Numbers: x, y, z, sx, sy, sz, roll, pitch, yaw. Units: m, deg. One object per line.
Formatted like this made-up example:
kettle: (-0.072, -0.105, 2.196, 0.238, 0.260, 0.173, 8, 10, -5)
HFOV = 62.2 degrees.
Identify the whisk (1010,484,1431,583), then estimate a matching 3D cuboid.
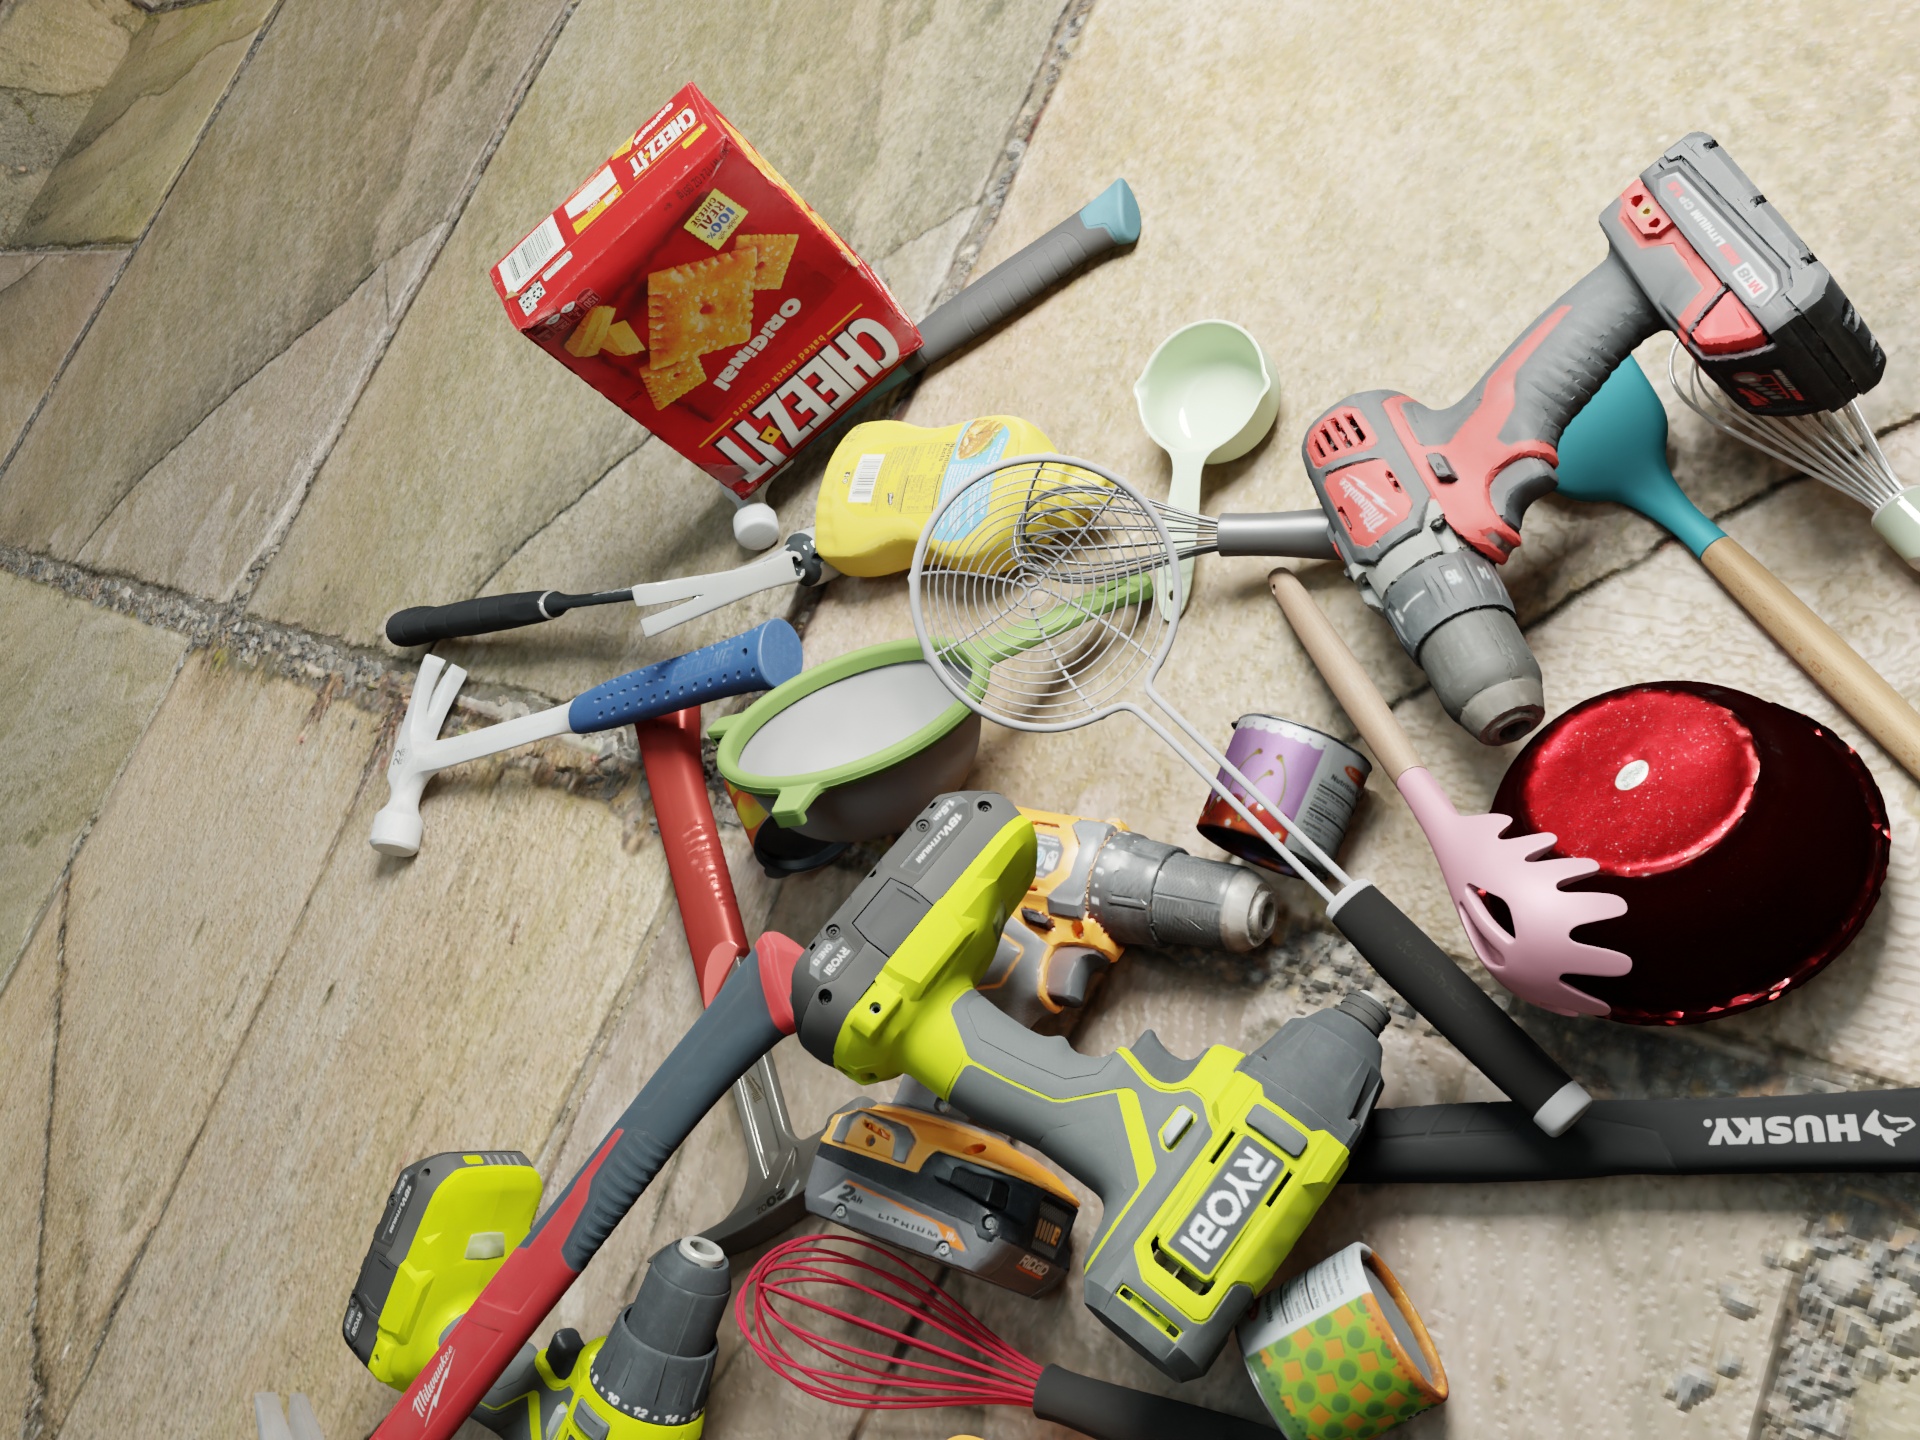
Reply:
whisk: (0.138, -0.098, 0.826, 0.239, 0.055, 0.055, 2, 67, 22)

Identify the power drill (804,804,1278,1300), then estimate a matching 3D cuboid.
power drill: (0.040, 0.150, 0.758, 0.185, 0.084, 0.226, 7, 66, 35)

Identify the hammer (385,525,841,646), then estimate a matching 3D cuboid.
hammer: (-0.271, -0.078, 1.084, 0.409, 0.149, 0.036, -3, 106, 40)

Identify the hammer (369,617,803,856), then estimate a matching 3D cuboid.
hammer: (-0.253, -0.008, 1.029, 0.405, 0.035, 0.144, -13, 61, 39)

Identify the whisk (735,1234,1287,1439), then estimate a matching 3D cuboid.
whisk: (0.021, 0.293, 0.707, 0.296, 0.073, 0.073, 6, 70, 31)

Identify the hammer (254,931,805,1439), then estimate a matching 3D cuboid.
hammer: (-0.207, 0.251, 0.777, 0.386, 0.038, 0.143, -52, 51, 5)

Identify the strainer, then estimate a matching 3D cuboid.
strainer: (-0.001, -0.003, 0.853, 0.256, 0.069, 0.152, -25, 24, -14)

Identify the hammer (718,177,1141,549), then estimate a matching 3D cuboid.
hammer: (-0.026, -0.244, 1.042, 0.331, 0.033, 0.128, -30, 53, 18)

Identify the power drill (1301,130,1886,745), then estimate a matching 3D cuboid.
power drill: (0.266, -0.113, 0.684, 0.226, 0.080, 0.188, -38, 50, 29)

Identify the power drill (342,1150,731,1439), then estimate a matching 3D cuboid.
power drill: (-0.216, 0.319, 0.827, 0.229, 0.080, 0.190, 24, 94, 40)

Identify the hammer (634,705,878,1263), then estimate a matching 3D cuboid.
hammer: (-0.151, 0.126, 0.928, 0.149, 0.036, 0.359, -35, 52, 15)

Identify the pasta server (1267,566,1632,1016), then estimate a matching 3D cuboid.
pasta server: (0.196, 0.011, 0.701, 0.317, 0.040, 0.060, -105, 21, -56)

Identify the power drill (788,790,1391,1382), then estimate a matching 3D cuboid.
power drill: (0.055, 0.135, 0.669, 0.223, 0.080, 0.171, 34, 71, 20)

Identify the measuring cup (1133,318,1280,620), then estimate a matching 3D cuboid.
measuring cup: (0.134, -0.135, 0.878, 0.083, 0.038, 0.167, 6, 87, 35)

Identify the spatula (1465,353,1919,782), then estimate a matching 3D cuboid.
spatula: (0.337, -0.060, 0.683, 0.082, 0.044, 0.318, -42, 50, 18)

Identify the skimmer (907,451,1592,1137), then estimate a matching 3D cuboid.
skimmer: (0.118, 0.026, 0.672, 0.127, 0.090, 0.364, -41, 61, -2)

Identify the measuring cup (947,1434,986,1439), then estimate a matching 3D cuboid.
measuring cup: (-0.009, 0.332, 0.687, 0.174, 0.095, 0.052, 3, 59, 40)

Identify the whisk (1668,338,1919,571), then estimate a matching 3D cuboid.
whisk: (0.387, -0.094, 0.667, 0.059, 0.057, 0.247, -37, 55, 15)

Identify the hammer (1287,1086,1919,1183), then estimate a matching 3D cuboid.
hammer: (0.261, 0.168, 0.620, 0.335, 0.035, 0.146, -11, 60, 30)
